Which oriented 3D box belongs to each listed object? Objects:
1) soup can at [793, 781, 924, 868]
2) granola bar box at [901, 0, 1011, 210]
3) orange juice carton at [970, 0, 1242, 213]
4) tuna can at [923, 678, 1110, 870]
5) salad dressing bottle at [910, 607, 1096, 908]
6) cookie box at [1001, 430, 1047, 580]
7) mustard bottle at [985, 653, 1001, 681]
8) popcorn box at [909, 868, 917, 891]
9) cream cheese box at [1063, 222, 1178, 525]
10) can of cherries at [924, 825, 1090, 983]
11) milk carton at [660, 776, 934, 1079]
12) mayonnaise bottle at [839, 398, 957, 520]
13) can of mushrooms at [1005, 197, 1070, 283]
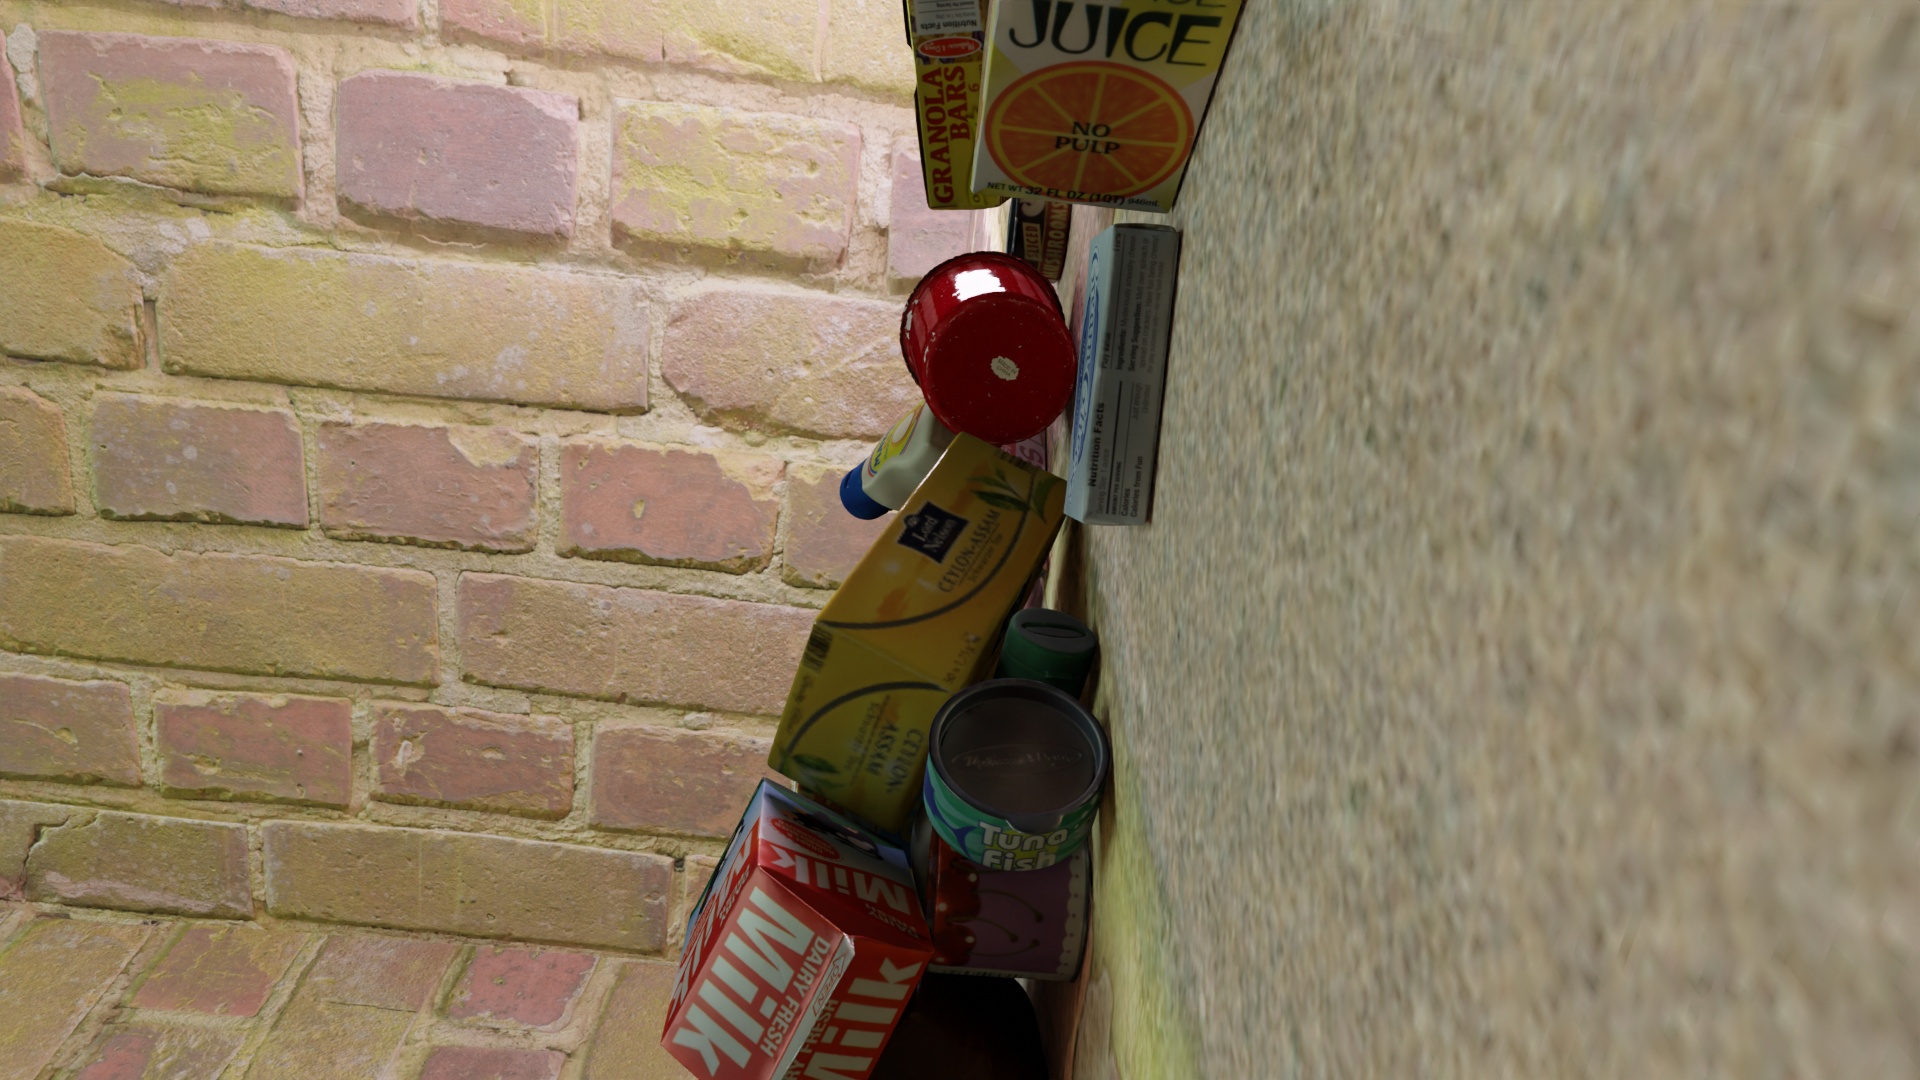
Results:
[{"bbox_3d":[-0.038,0.122,0.666,0.071,0.084,0.071,-172,87,-83],"label":"soup can"},{"bbox_3d":[0.021,-0.240,0.672,0.166,0.039,0.123,-52,-39,-58],"label":"granola bar box"},{"bbox_3d":[0.048,-0.188,0.417,0.191,0.072,0.073,101,174,-65],"label":"orange juice carton"},{"bbox_3d":[0.020,0.087,0.509,0.071,0.071,0.032,-88,3,-48],"label":"tuna can"},{"bbox_3d":[0.020,0.099,0.589,0.044,0.064,0.147,-110,32,-58],"label":"salad dressing bottle"},{"bbox_3d":[0.003,-0.011,0.843,0.122,0.040,0.168,-50,24,37],"label":"cookie box"},{"bbox_3d":[0.010,0.090,0.867,0.065,0.049,0.160,65,-148,-85],"label":"mustard bottle"},{"bbox_3d":[-0.011,0.150,0.811,0.038,0.085,0.126,-96,12,-79],"label":"popcorn box"},{"bbox_3d":[0.056,-0.058,0.492,0.053,0.024,0.103,-131,46,-84],"label":"cream cheese box"},{"bbox_3d":[0.017,0.135,0.545,0.071,0.058,0.071,-168,83,-87],"label":"can of cherries"},{"bbox_3d":[-0.062,0.155,0.530,0.072,0.073,0.190,-62,7,-1],"label":"milk carton"},{"bbox_3d":[-0.031,-0.050,0.853,0.147,0.041,0.065,-31,33,58],"label":"mayonnaise bottle"},{"bbox_3d":[0.047,-0.191,0.849,0.071,0.033,0.071,-166,83,-87],"label":"can of mushrooms"}]
